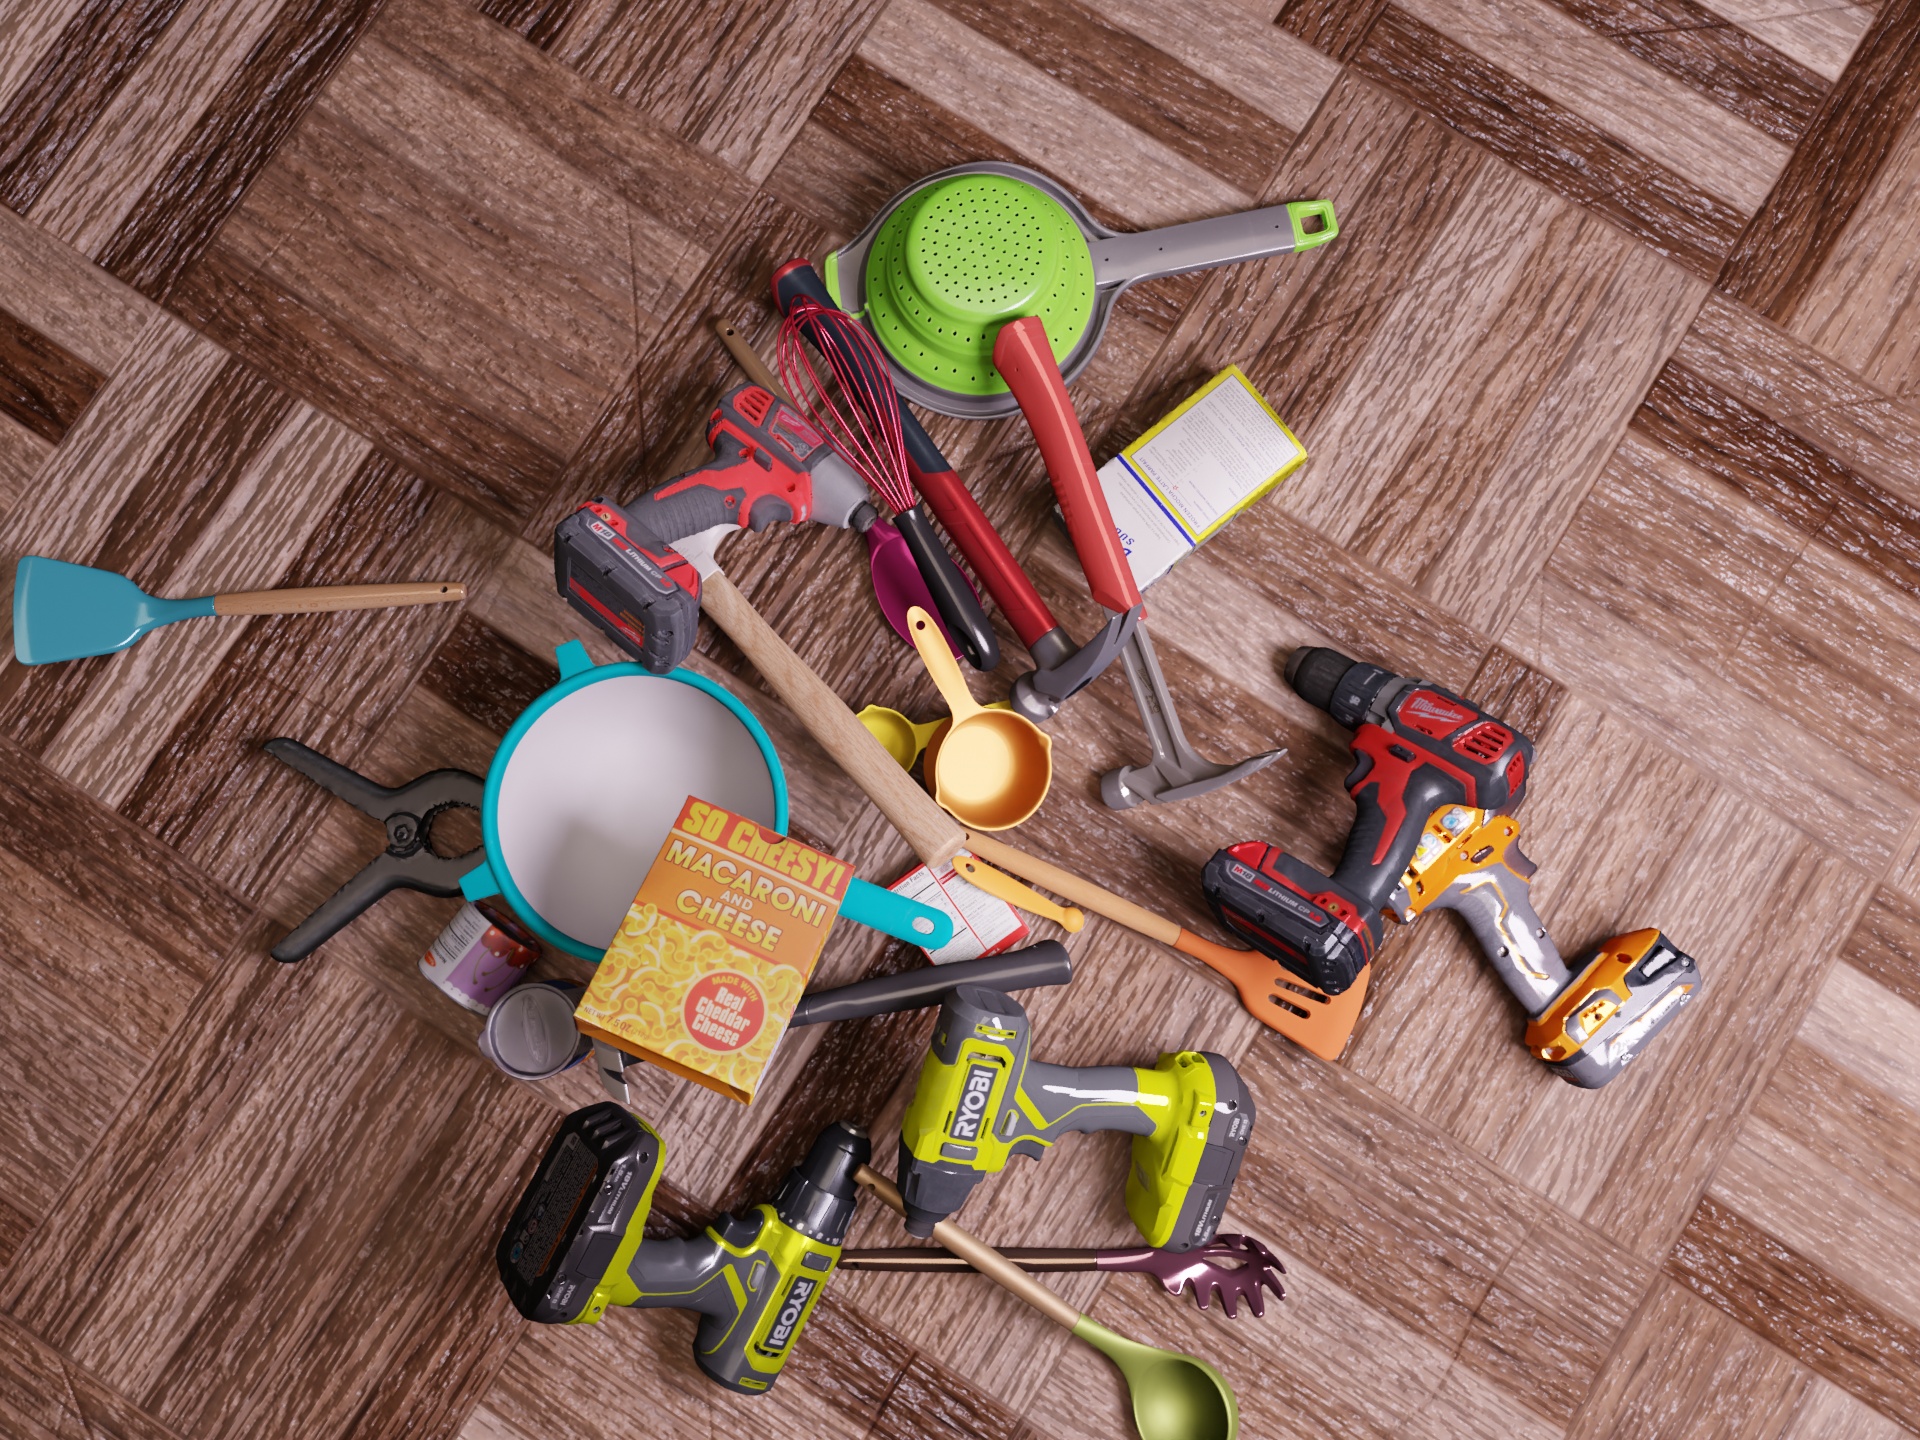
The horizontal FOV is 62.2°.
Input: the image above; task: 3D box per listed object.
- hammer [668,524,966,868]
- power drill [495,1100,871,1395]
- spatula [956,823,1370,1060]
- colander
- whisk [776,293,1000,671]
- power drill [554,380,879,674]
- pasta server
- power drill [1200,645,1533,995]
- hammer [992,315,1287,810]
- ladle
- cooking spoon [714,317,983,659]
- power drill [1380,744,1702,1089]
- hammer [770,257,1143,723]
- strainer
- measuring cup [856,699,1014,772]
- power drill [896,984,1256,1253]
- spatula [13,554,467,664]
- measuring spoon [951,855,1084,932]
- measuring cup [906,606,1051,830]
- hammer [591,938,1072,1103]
[{"bbox_3d":[-0.116,-0.021,1.144,0.130,0.031,0.331,-42,71,-3],"label":"hammer"},{"bbox_3d":[-0.172,0.338,1.065,0.228,0.080,0.190,32,83,-38],"label":"power drill"},{"bbox_3d":[0.137,0.145,1.146,0.322,0.041,0.081,25,78,-4],"label":"spatula"},{"bbox_3d":[0.095,-0.352,1.189,0.397,0.094,0.204,-12,83,-2],"label":"colander"},{"bbox_3d":[-0.047,-0.165,1.123,0.073,0.073,0.295,-29,98,-4],"label":"whisk"},{"bbox_3d":[-0.167,-0.139,1.124,0.143,0.078,0.220,39,58,11],"label":"power drill"},{"bbox_3d":[0.069,0.388,1.128,0.316,0.040,0.060,0,108,1],"label":"pasta server"},{"bbox_3d":[0.263,0.057,1.118,0.188,0.080,0.227,32,75,34],"label":"power drill"},{"bbox_3d":[0.108,-0.117,1.128,0.036,0.149,0.359,-19,89,-46],"label":"hammer"},{"bbox_3d":[0.056,0.407,1.096,0.320,0.062,0.078,36,109,-4],"label":"ladle"},{"bbox_3d":[-0.089,-0.178,1.206,0.069,0.017,0.319,-36,85,-7],"label":"cooking spoon"},{"bbox_3d":[0.412,0.131,1.141,0.164,0.084,0.226,-43,81,-5],"label":"power drill"},{"bbox_3d":[-0.016,-0.187,1.147,0.038,0.143,0.386,-27,78,-36],"label":"hammer"},{"bbox_3d":[-0.166,0.090,1.137,0.340,0.095,0.211,21,85,-1],"label":"strainer"},{"bbox_3d":[-0.015,0.008,1.185,0.156,0.029,0.062,-13,90,-14],"label":"measuring cup"},{"bbox_3d":[0.072,0.283,1.081,0.223,0.080,0.171,14,100,-17],"label":"power drill"},{"bbox_3d":[-0.530,-0.088,1.180,0.317,0.044,0.082,-4,80,-2],"label":"spatula"},{"bbox_3d":[0.043,0.123,1.149,0.116,0.011,0.021,28,47,-21],"label":"measuring spoon"},{"bbox_3d":[-0.002,-0.004,1.144,0.095,0.052,0.173,-29,100,-13],"label":"measuring cup"},{"bbox_3d":[-0.088,0.198,1.096,0.334,0.146,0.035,-10,97,-2],"label":"hammer"}]
